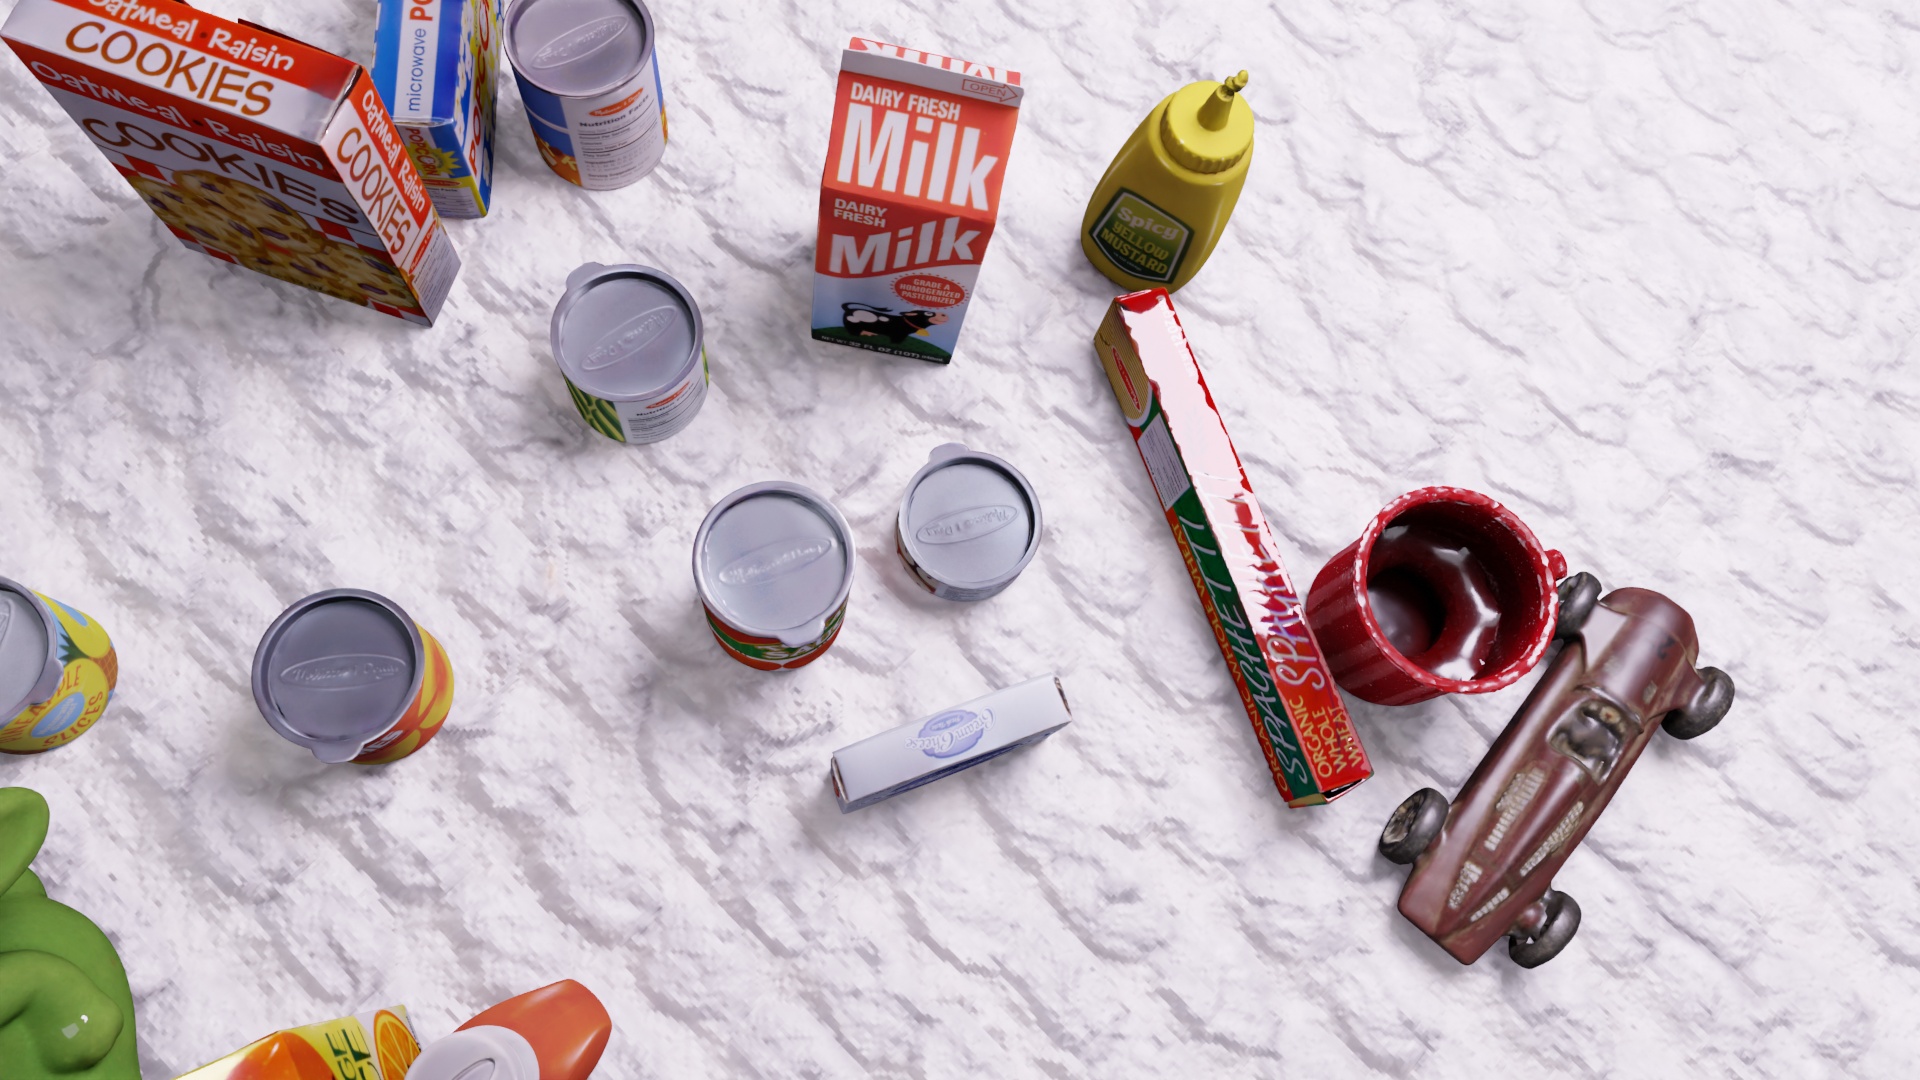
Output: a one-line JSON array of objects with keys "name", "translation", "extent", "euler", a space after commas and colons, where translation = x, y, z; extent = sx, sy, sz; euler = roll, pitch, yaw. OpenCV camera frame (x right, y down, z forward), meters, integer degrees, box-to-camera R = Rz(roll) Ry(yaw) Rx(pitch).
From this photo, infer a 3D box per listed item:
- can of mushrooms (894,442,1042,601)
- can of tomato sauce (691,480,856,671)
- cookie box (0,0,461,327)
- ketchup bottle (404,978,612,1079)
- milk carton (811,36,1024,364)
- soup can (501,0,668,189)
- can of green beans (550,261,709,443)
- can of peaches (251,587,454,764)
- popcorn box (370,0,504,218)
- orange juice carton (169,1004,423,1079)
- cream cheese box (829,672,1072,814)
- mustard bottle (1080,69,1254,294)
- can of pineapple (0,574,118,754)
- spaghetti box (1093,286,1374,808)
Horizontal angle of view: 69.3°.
[{"name": "can of mushrooms", "translation": [0.002, -0.008, 0.646], "extent": [0.071, 0.033, 0.071], "euler": [2, 74, -7]}, {"name": "can of tomato sauce", "translation": [-0.079, 0.020, 0.602], "extent": [0.071, 0.083, 0.071], "euler": [2, 74, -7]}, {"name": "cookie box", "translation": [-0.292, -0.158, 0.582], "extent": [0.123, 0.167, 0.040], "euler": [18, 73, -2]}, {"name": "ketchup bottle", "translation": [-0.165, 0.194, 0.507], "extent": [0.043, 0.148, 0.065], "euler": [44, 74, 6]}, {"name": "milk carton", "translation": [-0.022, -0.150, 0.602], "extent": [0.072, 0.190, 0.073], "euler": [10, 74, -4]}, {"name": "soup can", "translation": [-0.176, -0.217, 0.657], "extent": [0.071, 0.083, 0.071], "euler": [2, 74, -7]}, {"name": "can of green beans", "translation": [-0.149, -0.084, 0.636], "extent": [0.071, 0.057, 0.071], "euler": [2, 74, -7]}, {"name": "can of peaches", "translation": [-0.252, 0.061, 0.581], "extent": [0.071, 0.058, 0.071], "euler": [2, 74, -7]}, {"name": "popcorn box", "translation": [-0.243, -0.228, 0.651], "extent": [0.038, 0.085, 0.127], "euler": [0, 74, -7]}, {"name": "orange juice carton", "translation": [-0.234, 0.212, 0.470], "extent": [0.073, 0.192, 0.072], "euler": [-25, 79, -13]}, {"name": "cream cheese box", "translation": [-0.006, 0.089, 0.607], "extent": [0.104, 0.053, 0.024], "euler": [-19, 78, -12]}, {"name": "mustard bottle", "translation": [0.100, -0.167, 0.638], "extent": [0.065, 0.159, 0.049], "euler": [31, 73, 2]}, {"name": "can of pineapple", "translation": [-0.389, 0.053, 0.566], "extent": [0.071, 0.057, 0.071], "euler": [2, 74, -7]}, {"name": "spaghetti box", "translation": [0.124, 0.002, 0.650], "extent": [0.029, 0.050, 0.250], "euler": [-18, 77, -12]}]
